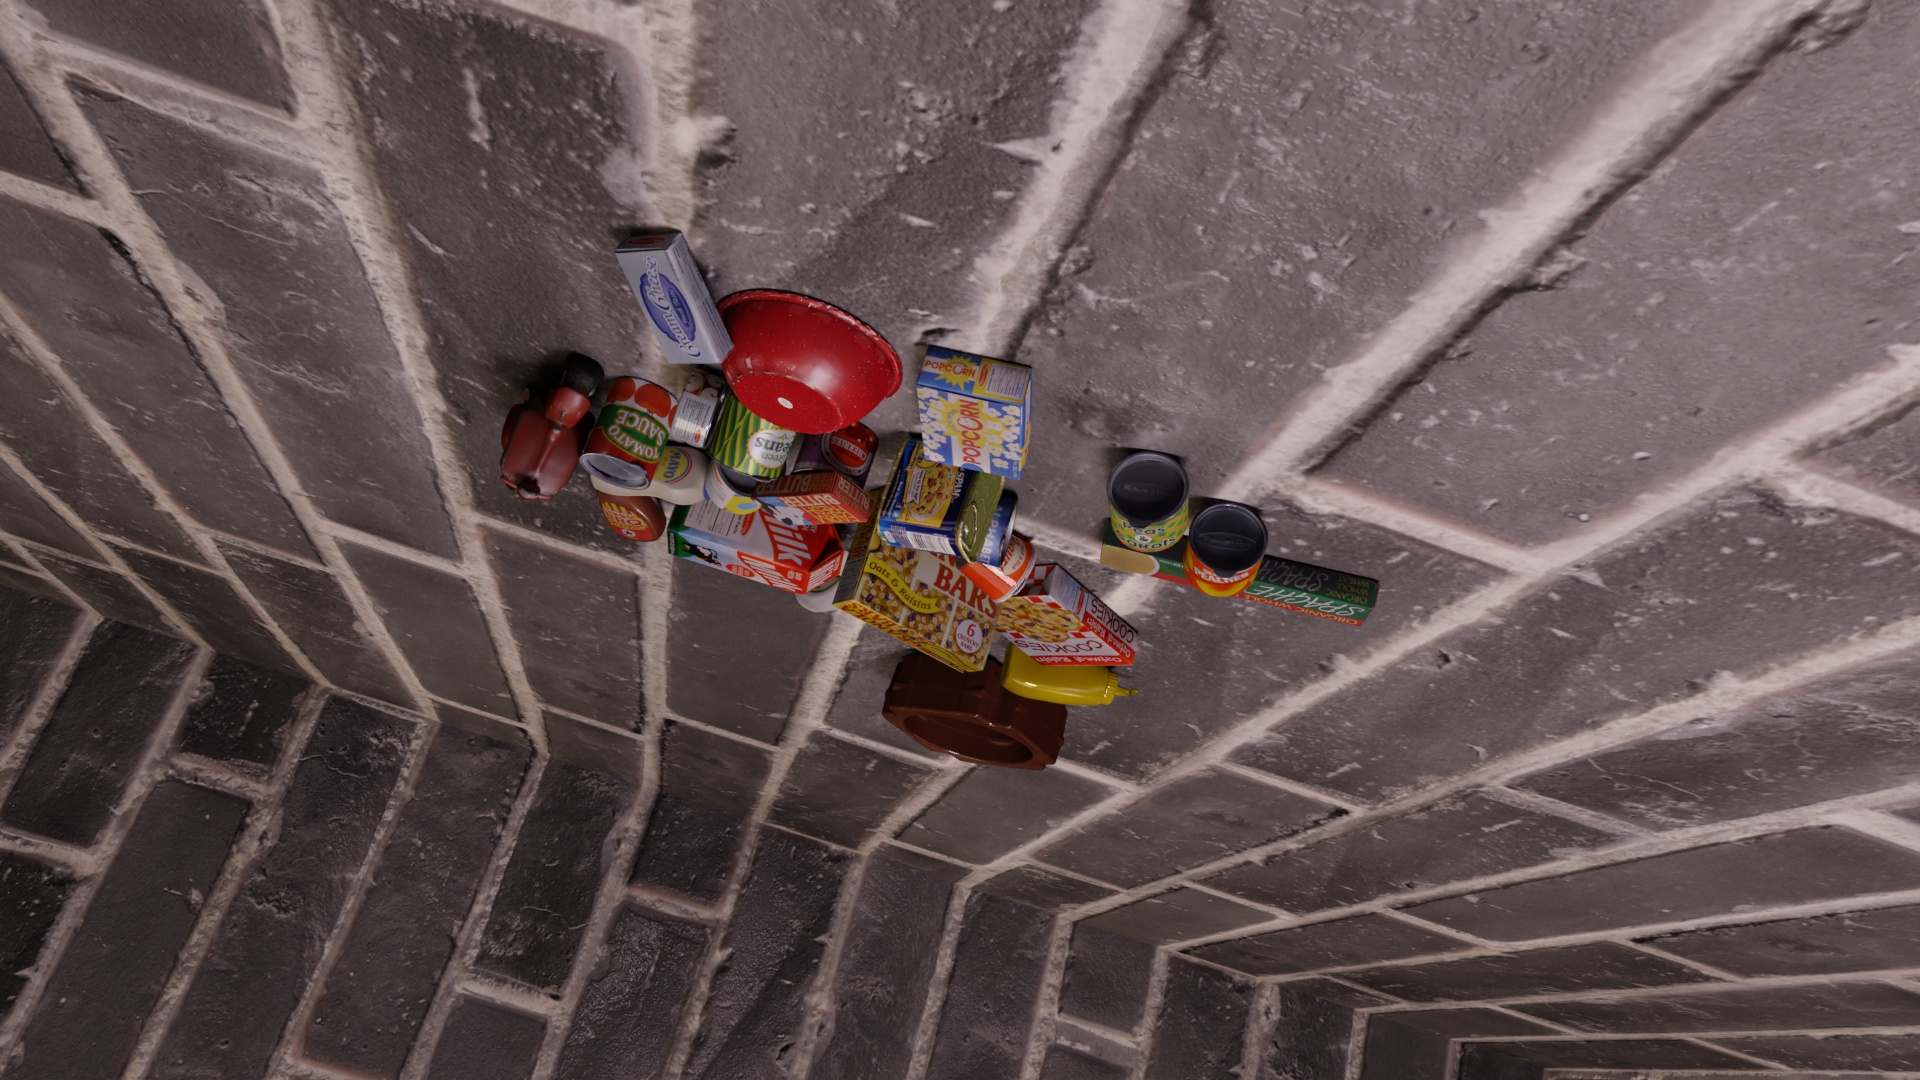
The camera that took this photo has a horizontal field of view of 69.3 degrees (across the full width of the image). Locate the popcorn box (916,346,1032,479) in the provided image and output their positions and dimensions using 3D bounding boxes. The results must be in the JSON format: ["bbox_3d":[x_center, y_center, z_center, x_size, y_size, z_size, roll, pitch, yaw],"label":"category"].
[{"bbox_3d":[0.012,-0.101,1.116,0.085,0.038,0.126,12,156,7],"label":"popcorn box"}]

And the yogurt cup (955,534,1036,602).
[{"bbox_3d":[0.032,0.018,1.343,0.054,0.073,0.072,34,152,-19],"label":"yogurt cup"}]

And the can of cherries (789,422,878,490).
[{"bbox_3d":[-0.111,-0.072,1.238,0.071,0.058,0.071,15,156,7],"label":"can of cherries"}]

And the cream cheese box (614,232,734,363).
[{"bbox_3d":[-0.217,-0.182,1.056,0.053,0.024,0.103,4,132,30],"label":"cream cheese box"}]

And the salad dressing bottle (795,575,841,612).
[{"bbox_3d":[-0.111,0.043,1.502,0.147,0.064,0.044,-11,127,32],"label":"salad dressing bottle"}]

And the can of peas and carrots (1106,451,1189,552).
[{"bbox_3d":[0.154,-0.029,1.142,0.071,0.071,0.058,10,156,14],"label":"can of peas and carrots"}]

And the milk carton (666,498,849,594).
[{"bbox_3d":[-0.201,-0.001,1.438,0.191,0.074,0.072,17,157,-3],"label":"milk carton"}]

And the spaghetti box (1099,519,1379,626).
[{"bbox_3d":[0.251,0.029,1.264,0.250,0.029,0.050,14,158,7],"label":"spaghetti box"}]

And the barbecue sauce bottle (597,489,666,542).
[{"bbox_3d":[-0.356,-0.048,1.475,0.065,0.044,0.148,15,157,6],"label":"barbecue sauce bottle"}]

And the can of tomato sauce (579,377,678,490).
[{"bbox_3d":[-0.301,-0.098,1.272,0.071,0.083,0.071,14,157,6],"label":"can of tomato sauce"}]

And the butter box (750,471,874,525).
[{"bbox_3d":[-0.130,-0.036,1.223,0.103,0.024,0.053,-2,151,40],"label":"butter box"}]

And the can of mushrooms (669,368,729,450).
[{"bbox_3d":[-0.227,-0.115,1.211,0.033,0.071,0.070,19,157,-7],"label":"can of mushrooms"}]

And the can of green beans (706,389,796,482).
[{"bbox_3d":[-0.178,-0.092,1.203,0.071,0.057,0.071,23,-164,-6],"label":"can of green beans"}]

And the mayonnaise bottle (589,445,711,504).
[{"bbox_3d":[-0.283,-0.067,1.365,0.148,0.065,0.041,11,153,2],"label":"mayonnaise bottle"}]

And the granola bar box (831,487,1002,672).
[{"bbox_3d":[-0.033,0.040,1.353,0.165,0.124,0.039,30,153,-30],"label":"granola bar box"}]

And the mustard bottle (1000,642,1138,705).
[{"bbox_3d":[0.128,0.160,1.600,0.160,0.065,0.048,16,153,-8],"label":"mustard bottle"}]

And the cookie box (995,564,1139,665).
[{"bbox_3d":[0.095,0.081,1.473,0.123,0.040,0.167,-4,148,40],"label":"cookie box"}]

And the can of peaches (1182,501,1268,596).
[{"bbox_3d":[0.224,0.011,1.185,0.071,0.071,0.058,13,157,8],"label":"can of peaches"}]

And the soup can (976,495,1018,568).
[{"bbox_3d":[0.005,-0.016,1.273,0.084,0.071,0.071,14,157,6],"label":"soup can"}]

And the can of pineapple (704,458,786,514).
[{"bbox_3d":[-0.202,-0.064,1.309,0.071,0.071,0.057,23,157,-15],"label":"can of pineapple"}]
